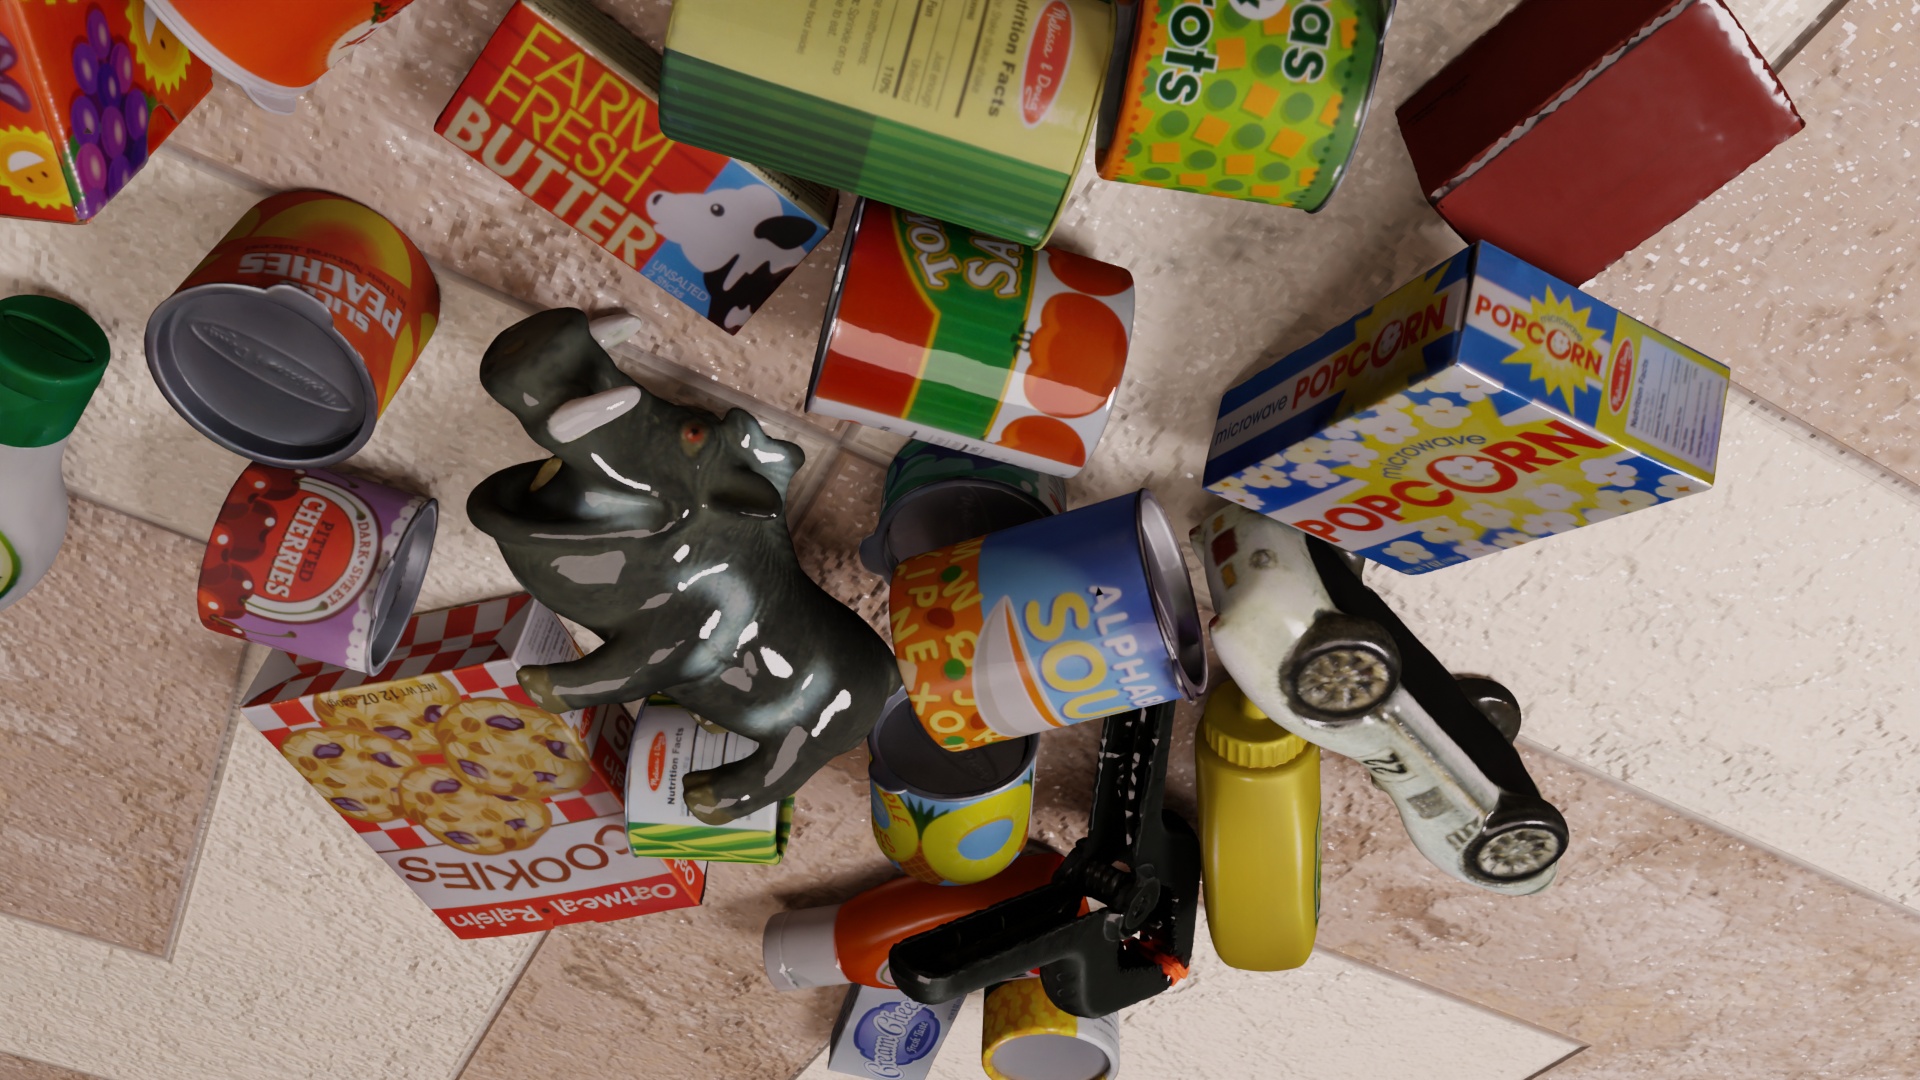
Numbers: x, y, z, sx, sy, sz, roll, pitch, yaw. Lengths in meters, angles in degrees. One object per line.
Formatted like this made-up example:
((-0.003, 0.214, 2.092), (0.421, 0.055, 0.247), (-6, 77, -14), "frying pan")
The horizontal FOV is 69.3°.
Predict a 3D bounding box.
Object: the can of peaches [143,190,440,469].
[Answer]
((-0.200, -0.066, 0.425), (0.071, 0.058, 0.070), (2, 131, 3), "can of peaches")

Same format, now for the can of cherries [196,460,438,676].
((-0.223, 0.007, 0.484), (0.058, 0.072, 0.071), (18, 130, -10), "can of cherries")

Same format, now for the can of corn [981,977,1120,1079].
((0.041, 0.226, 0.668), (0.071, 0.058, 0.070), (2, 131, 2), "can of corn")

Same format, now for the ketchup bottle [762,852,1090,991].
((-0.017, 0.181, 0.642), (0.149, 0.044, 0.064), (-12, 130, 15), "ketchup bottle")

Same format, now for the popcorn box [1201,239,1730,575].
((0.140, -0.031, 0.408), (0.085, 0.038, 0.126), (22, 161, -15), "popcorn box")

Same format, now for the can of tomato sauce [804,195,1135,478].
((0.002, -0.061, 0.410), (0.083, 0.071, 0.070), (14, 131, -9), "can of tomato sauce")

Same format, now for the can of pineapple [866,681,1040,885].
((-0.005, 0.093, 0.546), (0.071, 0.071, 0.057), (3, 132, 2), "can of pineapple")

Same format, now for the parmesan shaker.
((-0.019, -0.124, 0.359), (0.103, 0.072, 0.071), (15, 131, -8), "parmesan shaker")

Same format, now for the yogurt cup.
((-0.166, -0.152, 0.343), (0.054, 0.073, 0.072), (-24, 126, 13), "yogurt cup")

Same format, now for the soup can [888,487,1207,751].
((0.028, 0.028, 0.437), (0.083, 0.072, 0.071), (-17, 128, 17), "soup can")

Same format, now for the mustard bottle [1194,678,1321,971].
((0.118, 0.103, 0.551), (0.049, 0.066, 0.159), (-2, 127, 11), "mustard bottle")

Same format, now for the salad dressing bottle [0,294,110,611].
((-0.337, -0.025, 0.480), (0.064, 0.044, 0.147), (33, 126, -25), "salad dressing bottle")

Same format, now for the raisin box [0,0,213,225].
((-0.226, -0.151, 0.332), (0.040, 0.086, 0.122), (4, 132, -6), "raisin box")

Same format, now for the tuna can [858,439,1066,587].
((0.002, -0.006, 0.481), (0.071, 0.033, 0.070), (2, 132, 2), "tuna can")

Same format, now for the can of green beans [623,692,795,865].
((-0.098, 0.095, 0.555), (0.058, 0.071, 0.070), (4, 132, 0), "can of green beans")

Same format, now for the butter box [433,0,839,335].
((-0.092, -0.109, 0.402), (0.103, 0.024, 0.053), (33, 125, -24), "butter box")

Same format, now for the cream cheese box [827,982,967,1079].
((-0.033, 0.242, 0.710), (0.053, 0.024, 0.103), (13, 131, -6), "cream cheese box")

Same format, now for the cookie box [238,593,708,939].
((-0.196, 0.103, 0.586), (0.123, 0.040, 0.166), (-11, 130, 14), "cookie box")

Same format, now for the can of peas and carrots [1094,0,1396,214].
((0.069, -0.121, 0.350), (0.059, 0.071, 0.070), (8, 132, -2), "can of peas and carrots")
